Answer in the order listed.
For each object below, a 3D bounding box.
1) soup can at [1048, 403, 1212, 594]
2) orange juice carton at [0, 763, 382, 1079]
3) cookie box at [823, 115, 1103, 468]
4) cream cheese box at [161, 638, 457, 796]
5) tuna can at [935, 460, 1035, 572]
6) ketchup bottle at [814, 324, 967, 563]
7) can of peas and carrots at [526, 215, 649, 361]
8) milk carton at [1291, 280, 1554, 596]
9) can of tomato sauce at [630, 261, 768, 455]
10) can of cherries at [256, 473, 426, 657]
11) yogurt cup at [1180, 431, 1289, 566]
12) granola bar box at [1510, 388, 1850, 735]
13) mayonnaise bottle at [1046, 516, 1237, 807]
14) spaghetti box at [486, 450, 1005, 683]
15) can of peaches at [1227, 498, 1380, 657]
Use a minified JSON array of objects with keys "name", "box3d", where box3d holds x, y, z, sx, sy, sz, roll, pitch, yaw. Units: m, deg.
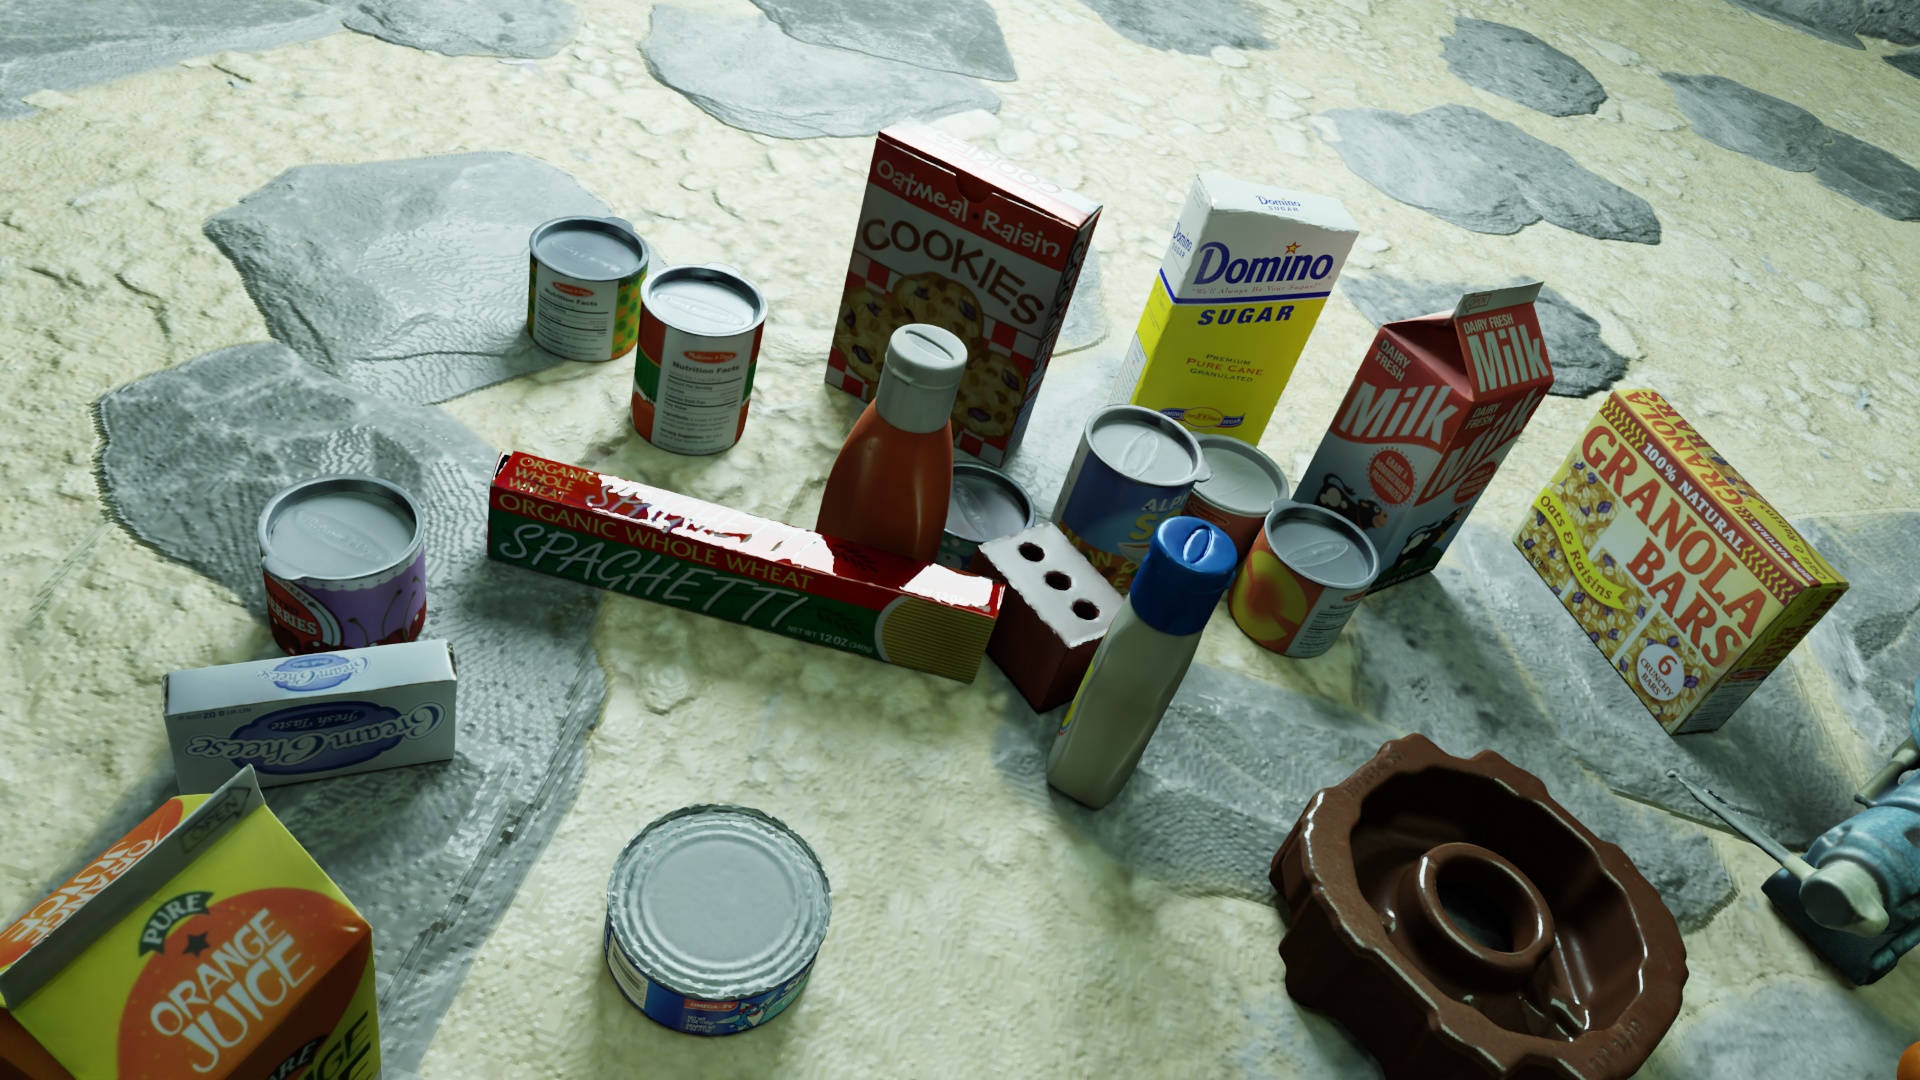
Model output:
[{"name":"soup can","box3d":[0.090,-0.020,0.757,0.071,0.083,0.072,10,41,-9]},{"name":"orange juice carton","box3d":[-0.214,0.143,0.383,0.073,0.191,0.072,28,41,11]},{"name":"cookie box","box3d":[-0.003,-0.138,0.790,0.123,0.166,0.040,27,41,10]},{"name":"cream cheese box","box3d":[-0.256,0.071,0.554,0.104,0.053,0.024,-6,46,-26]},{"name":"tuna can","box3d":[0.003,-0.009,0.753,0.071,0.032,0.071,10,41,-9]},{"name":"ketchup bottle","box3d":[-0.032,-0.035,0.680,0.065,0.148,0.044,34,43,17]},{"name":"can of peas and carrots","box3d":[-0.216,-0.147,0.806,0.071,0.058,0.071,10,41,-9]},{"name":"milk carton","box3d":[0.263,-0.064,0.788,0.072,0.189,0.074,-14,50,-32]},{"name":"can of tomato sauce","box3d":[-0.145,-0.100,0.761,0.071,0.082,0.071,10,41,-9]},{"name":"can of cherries","box3d":[-0.271,0.015,0.607,0.071,0.058,0.072,10,41,-9]},{"name":"yogurt cup","box3d":[0.148,-0.020,0.801,0.072,0.053,0.073,10,41,-9]},{"name":"granola bar box","box3d":[0.408,0.010,0.808,0.039,0.123,0.166,-2,45,-22]},{"name":"mayonnaise bottle","box3d":[0.081,0.054,0.623,0.041,0.147,0.065,27,41,9]},{"name":"spaghetti box","box3d":[-0.105,0.014,0.675,0.250,0.049,0.029,15,41,-4]},{"name":"can of peaches","box3d":[0.187,0.021,0.767,0.071,0.057,0.071,10,41,-9]}]
